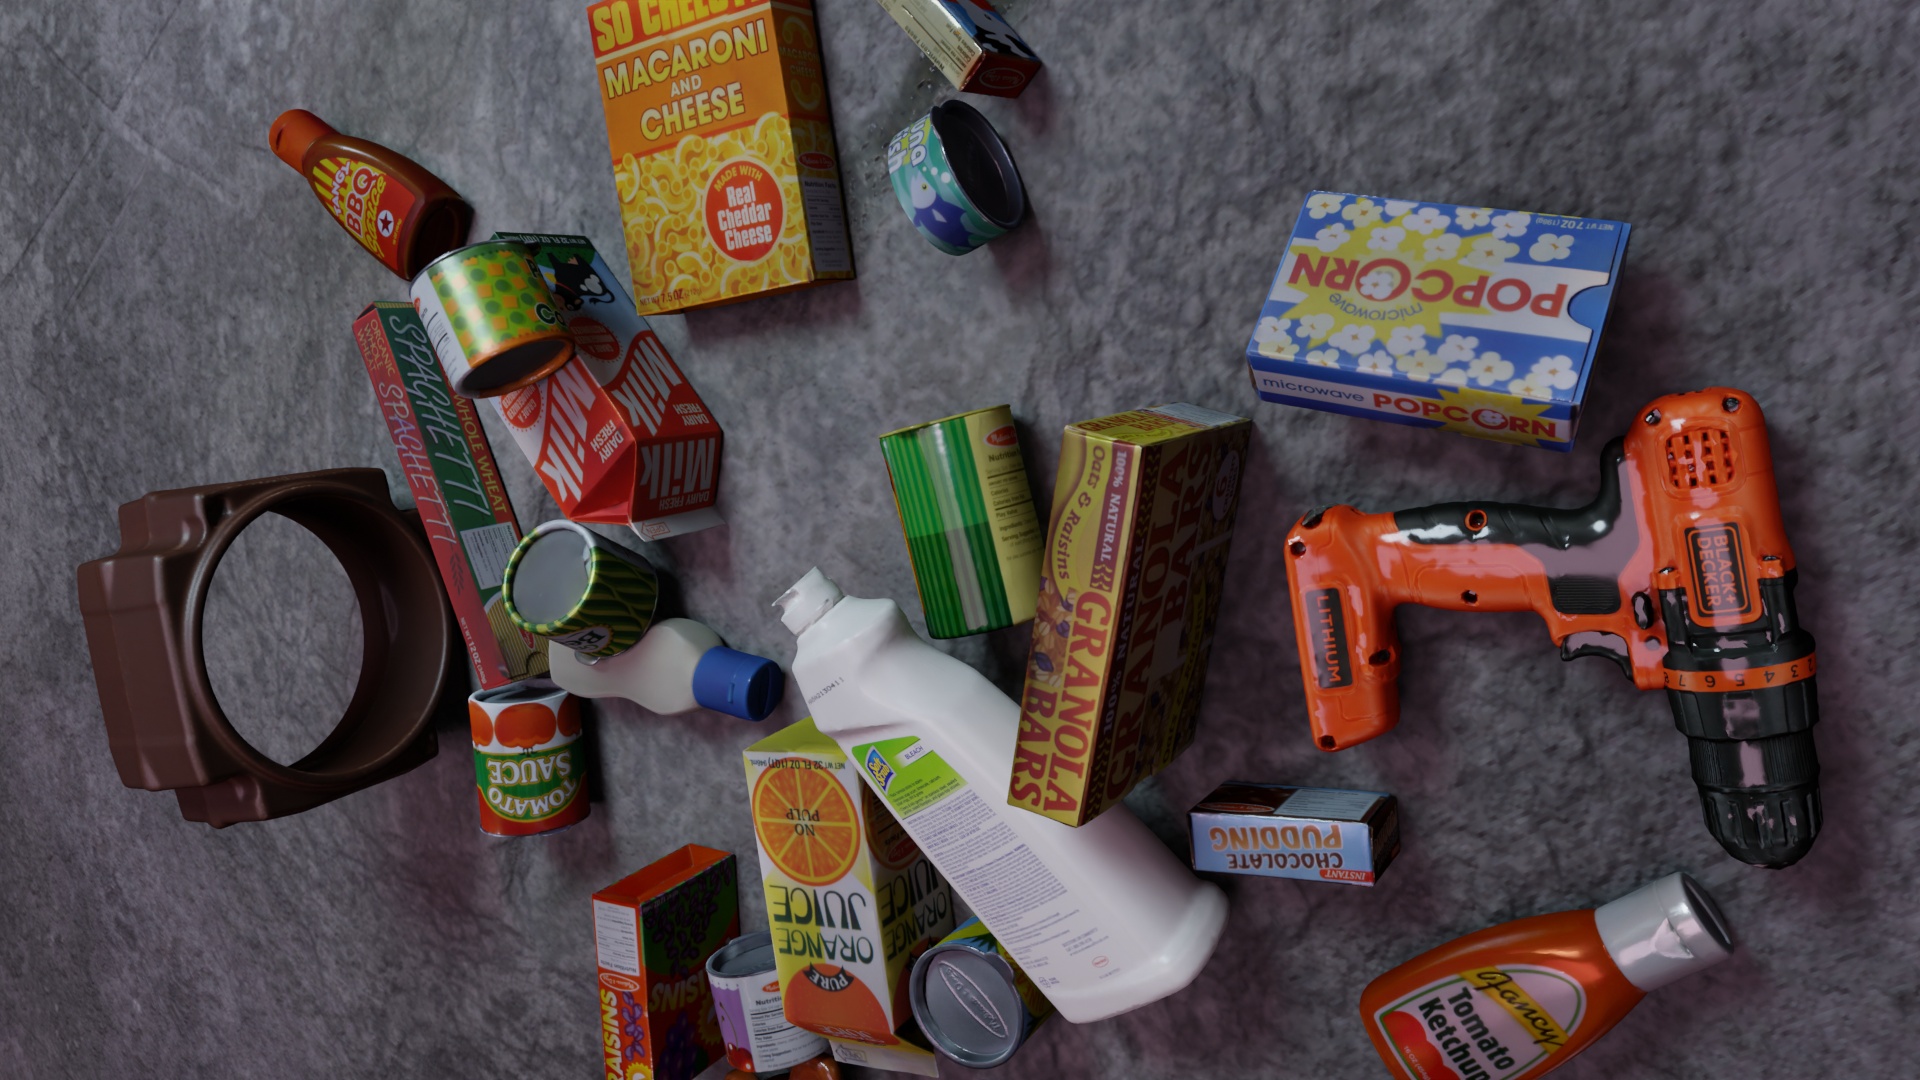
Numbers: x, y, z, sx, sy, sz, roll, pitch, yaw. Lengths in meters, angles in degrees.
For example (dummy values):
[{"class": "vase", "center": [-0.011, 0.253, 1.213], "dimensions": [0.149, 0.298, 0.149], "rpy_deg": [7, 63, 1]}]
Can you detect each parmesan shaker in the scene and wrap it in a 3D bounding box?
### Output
[{"class": "parmesan shaker", "center": [0.002, -0.008, 0.676], "dimensions": [0.071, 0.071, 0.103], "rpy_deg": [-12, 93, 31]}]

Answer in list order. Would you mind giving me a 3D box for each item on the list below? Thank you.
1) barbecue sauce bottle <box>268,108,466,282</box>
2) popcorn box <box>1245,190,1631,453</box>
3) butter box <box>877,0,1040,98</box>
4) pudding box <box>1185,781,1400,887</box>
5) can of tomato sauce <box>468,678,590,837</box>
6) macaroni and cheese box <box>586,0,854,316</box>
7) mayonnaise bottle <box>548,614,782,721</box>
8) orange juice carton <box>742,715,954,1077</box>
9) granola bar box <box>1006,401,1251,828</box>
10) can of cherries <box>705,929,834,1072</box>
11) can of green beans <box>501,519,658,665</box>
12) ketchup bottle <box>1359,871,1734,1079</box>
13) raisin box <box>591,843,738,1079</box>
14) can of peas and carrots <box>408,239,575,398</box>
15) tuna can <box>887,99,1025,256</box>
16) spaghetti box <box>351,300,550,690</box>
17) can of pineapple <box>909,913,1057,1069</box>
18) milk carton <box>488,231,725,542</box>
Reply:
[{"class": "barbecue sauce bottle", "center": [-0.376, -0.223, 0.875], "dimensions": [0.149, 0.044, 0.064], "rpy_deg": [36, 116, 21]}, {"class": "popcorn box", "center": [0.187, -0.089, 0.549], "dimensions": [0.127, 0.038, 0.085], "rpy_deg": [14, 67, 28]}, {"class": "butter box", "center": [-0.012, -0.252, 0.652], "dimensions": [0.103, 0.053, 0.024], "rpy_deg": [51, 122, 14]}, {"class": "pudding box", "center": [0.150, 0.131, 0.628], "dimensions": [0.083, 0.050, 0.030], "rpy_deg": [-2, 97, 30]}, {"class": "can of tomato sauce", "center": [-0.267, 0.134, 0.860], "dimensions": [0.071, 0.071, 0.083], "rpy_deg": [1, 99, 30]}, {"class": "macaroni and cheese box", "center": [-0.128, -0.211, 0.735], "dimensions": [0.123, 0.040, 0.166], "rpy_deg": [-4, 97, 31]}, {"class": "mayonnaise bottle", "center": [-0.174, 0.071, 0.812], "dimensions": [0.148, 0.041, 0.064], "rpy_deg": [12, 99, 27]}, {"class": "orange juice carton", "center": [-0.054, 0.193, 0.744], "dimensions": [0.072, 0.073, 0.192], "rpy_deg": [-4, 97, 31]}, {"class": "granola bar box", "center": [0.077, 0.028, 0.609], "dimensions": [0.039, 0.124, 0.165], "rpy_deg": [16, 107, 28]}, {"class": "can of cherries", "center": [-0.107, 0.261, 0.794], "dimensions": [0.071, 0.072, 0.058], "rpy_deg": [-9, 95, 31]}, {"class": "can of green beans", "center": [-0.214, 0.028, 0.783], "dimensions": [0.071, 0.057, 0.071], "rpy_deg": [-8, 68, 21]}, {"class": "ketchup bottle", "center": [0.246, 0.188, 0.586], "dimensions": [0.148, 0.044, 0.065], "rpy_deg": [-40, 78, 29]}, {"class": "raisin box", "center": [-0.170, 0.253, 0.815], "dimensions": [0.040, 0.086, 0.123], "rpy_deg": [3, 100, 28]}, {"class": "can of peas and carrots", "center": [-0.239, -0.115, 0.719], "dimensions": [0.070, 0.071, 0.059], "rpy_deg": [-30, 83, 31]}, {"class": "tuna can", "center": [-0.003, -0.171, 0.651], "dimensions": [0.032, 0.071, 0.071], "rpy_deg": [-23, 87, 32]}, {"class": "spaghetti box", "center": [-0.313, -0.030, 0.869], "dimensions": [0.028, 0.050, 0.250], "rpy_deg": [-23, 87, 30]}, {"class": "can of pineapple", "center": [0.018, 0.228, 0.718], "dimensions": [0.071, 0.058, 0.071], "rpy_deg": [6, 102, 29]}, {"class": "milk carton", "center": [-0.206, -0.079, 0.785], "dimensions": [0.073, 0.072, 0.191], "rpy_deg": [-42, 77, 29]}]
